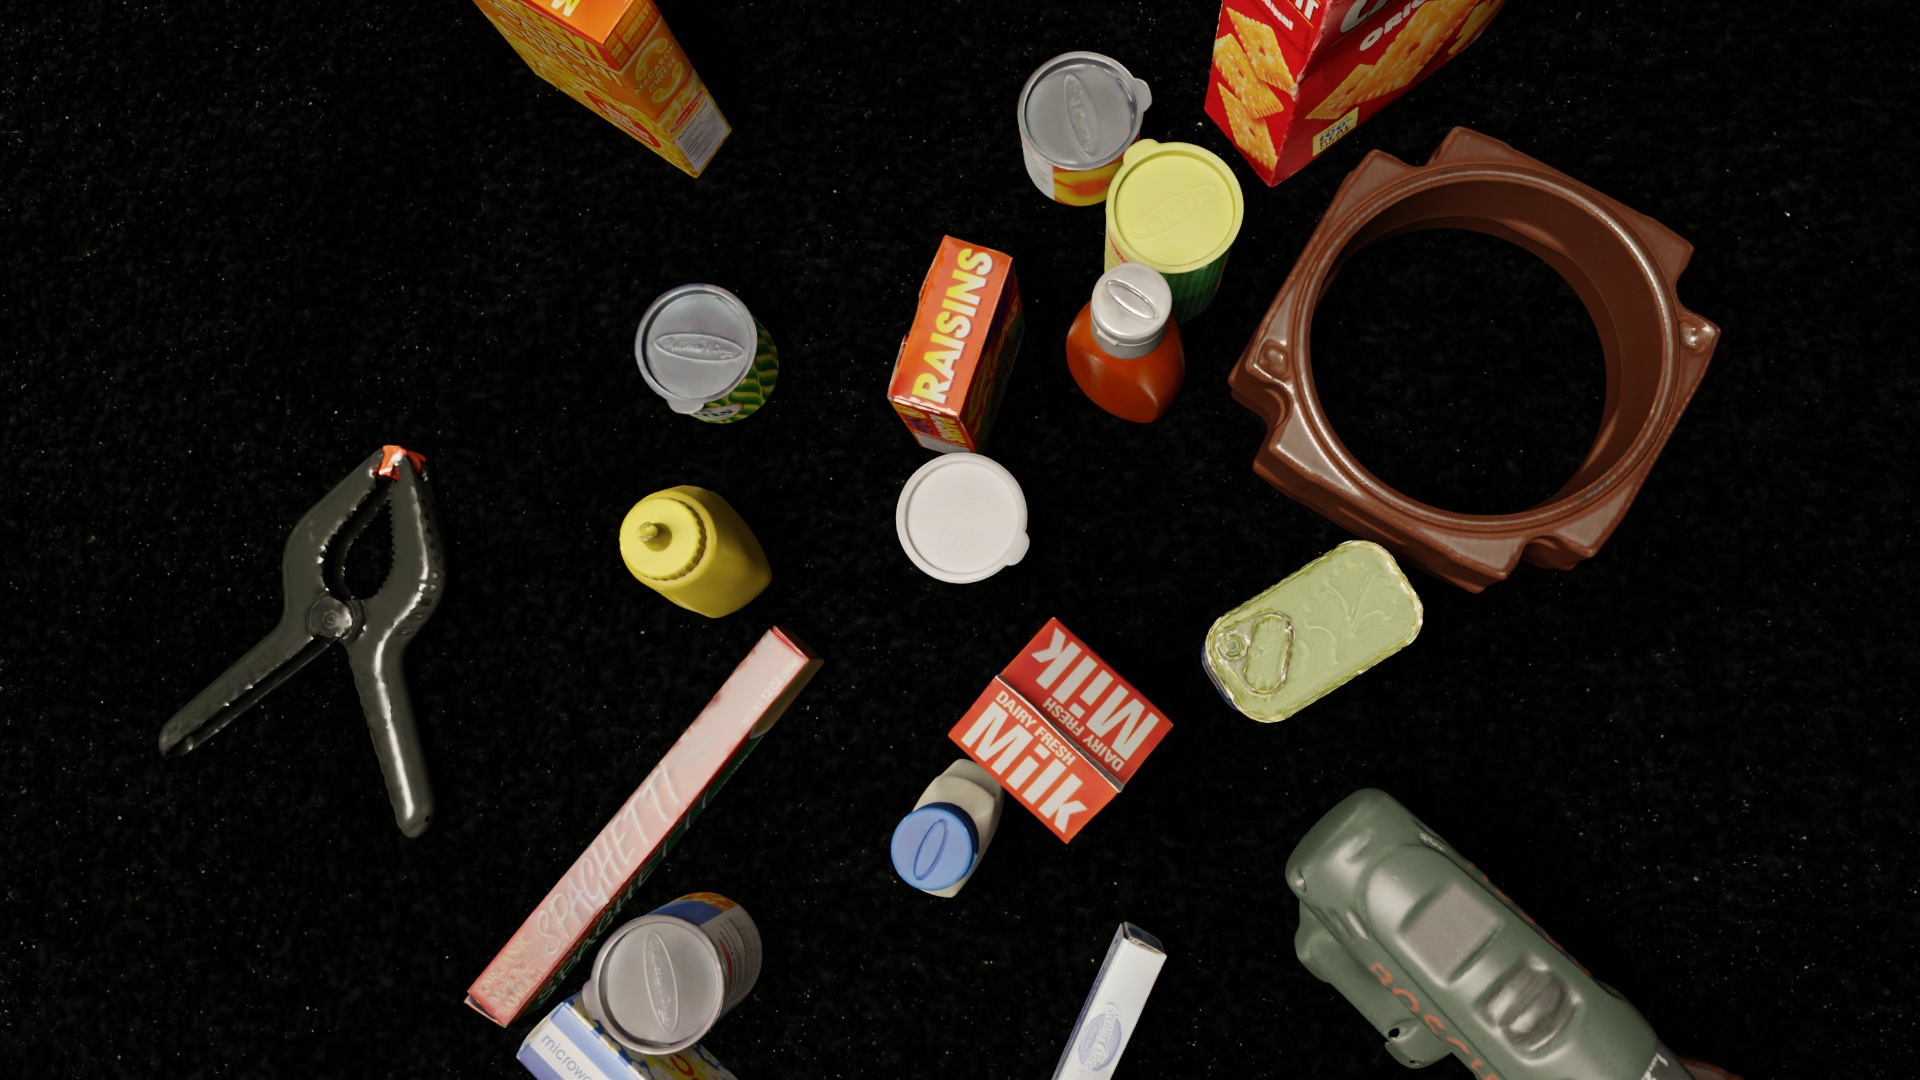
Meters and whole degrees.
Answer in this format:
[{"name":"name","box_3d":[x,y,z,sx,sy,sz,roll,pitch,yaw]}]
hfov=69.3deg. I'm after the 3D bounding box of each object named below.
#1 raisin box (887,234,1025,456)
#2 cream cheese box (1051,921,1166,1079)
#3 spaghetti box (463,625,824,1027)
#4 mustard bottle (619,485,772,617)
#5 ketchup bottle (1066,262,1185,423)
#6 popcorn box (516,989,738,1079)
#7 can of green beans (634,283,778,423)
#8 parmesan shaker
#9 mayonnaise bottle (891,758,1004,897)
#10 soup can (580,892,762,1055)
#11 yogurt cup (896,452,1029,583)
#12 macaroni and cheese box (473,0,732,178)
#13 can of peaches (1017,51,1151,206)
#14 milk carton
[{"name":"raisin box","box_3d":[0.000,-0.095,0.718,0.040,0.123,0.086,18,85,7]},{"name":"cream cheese box","box_3d":[0.072,0.248,0.704,0.024,0.053,0.104,25,86,7]},{"name":"spaghetti box","box_3d":[-0.165,0.150,0.738,0.029,0.050,0.250,39,88,8]},{"name":"mustard bottle","box_3d":[-0.138,0.003,0.699,0.049,0.160,0.065,-35,82,1]},{"name":"ketchup bottle","box_3d":[0.083,-0.099,0.698,0.065,0.148,0.043,37,88,8]},{"name":"popcorn box","box_3d":[-0.154,0.280,0.704,0.127,0.085,0.038,41,88,8]},{"name":"can of green beans","box_3d":[-0.138,-0.101,0.764,0.071,0.058,0.071,-1,83,5]},{"name":"parmesan shaker","box_3d":[0.108,-0.159,0.727,0.071,0.103,0.071,-1,83,5]},{"name":"mayonnaise bottle","box_3d":[-0.006,0.142,0.676,0.041,0.148,0.065,24,86,7]},{"name":"soup can","box_3d":[-0.145,0.219,0.711,0.071,0.083,0.071,-1,83,5]},{"name":"yogurt cup","box_3d":[0.003,-0.009,0.742,0.072,0.054,0.072,-1,83,5]},{"name":"macaroni and cheese box","box_3d":[-0.199,-0.267,0.735,0.124,0.166,0.040,34,88,8]},{"name":"can of peaches","box_3d":[0.068,-0.224,0.761,0.071,0.058,0.071,-1,83,5]},{"name":"milk carton","box_3d":[0.048,0.088,0.657,0.072,0.190,0.073,42,89,8]}]
